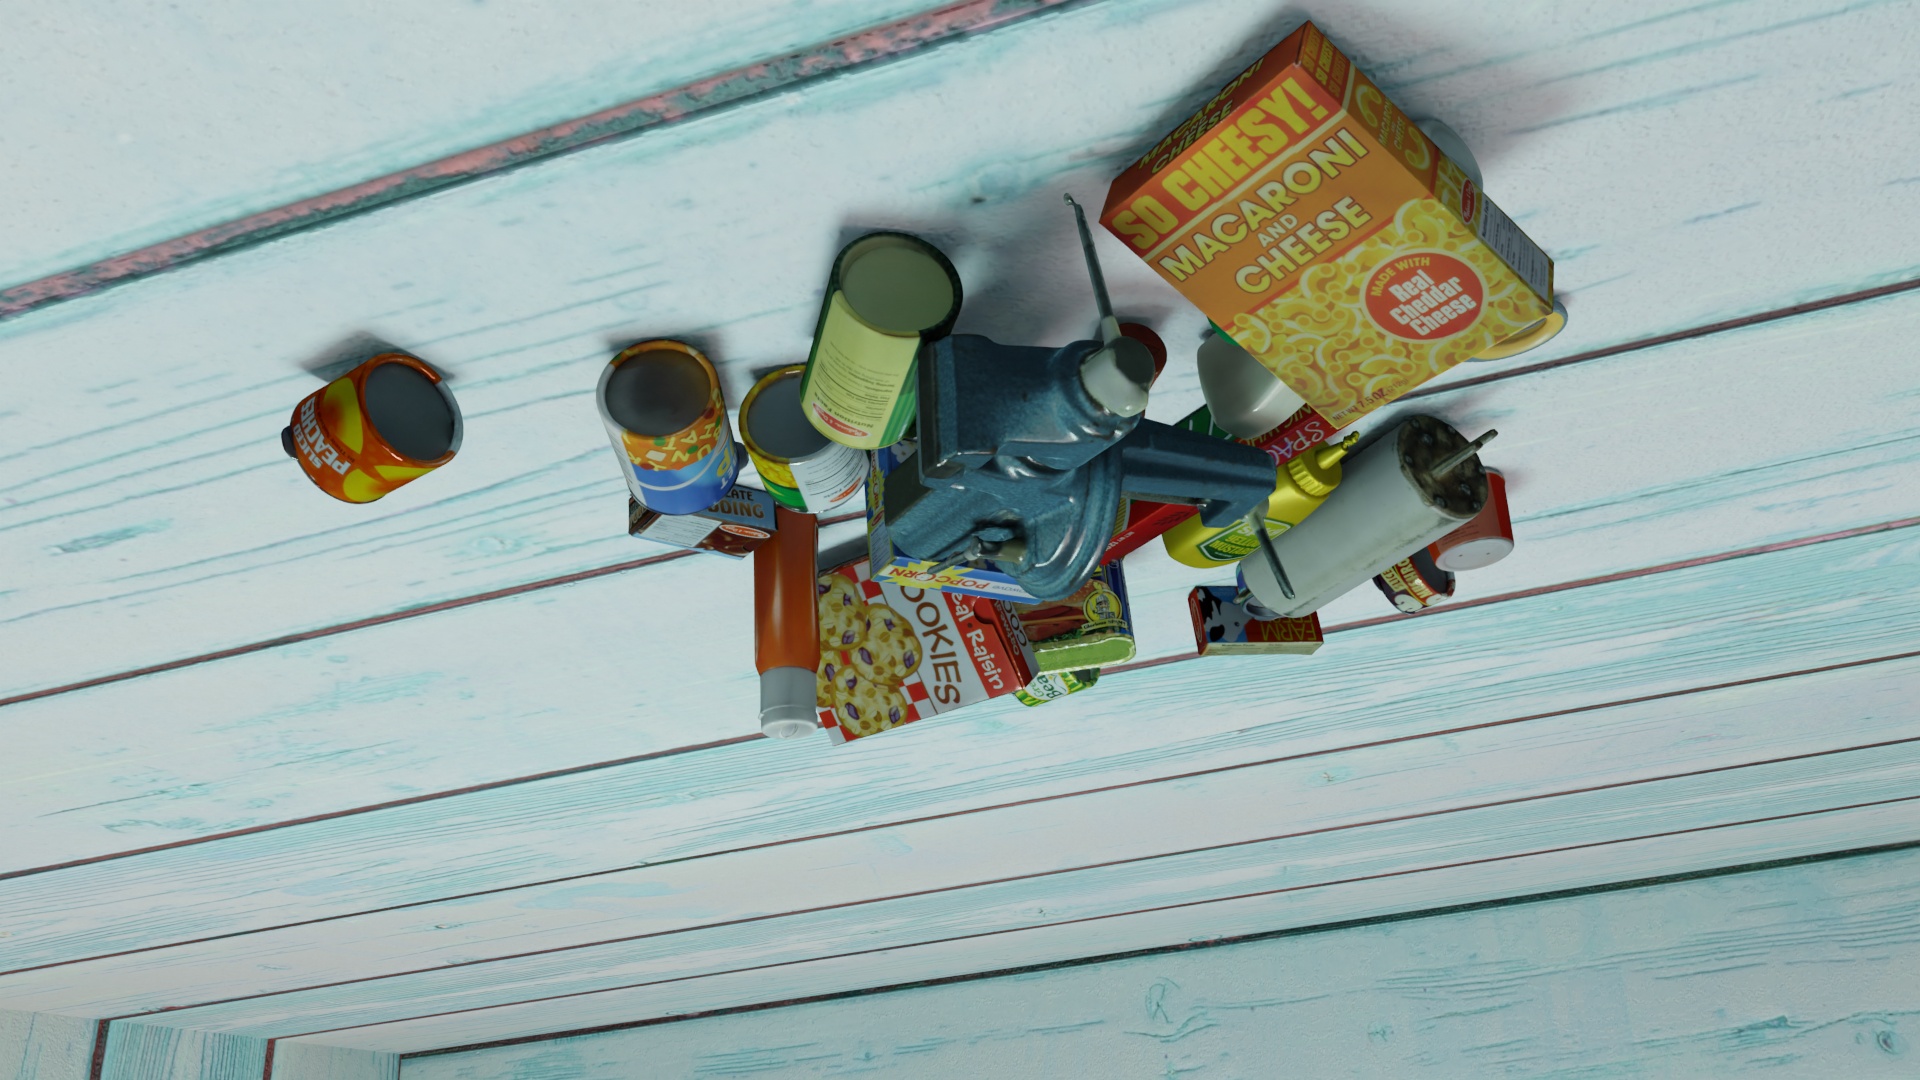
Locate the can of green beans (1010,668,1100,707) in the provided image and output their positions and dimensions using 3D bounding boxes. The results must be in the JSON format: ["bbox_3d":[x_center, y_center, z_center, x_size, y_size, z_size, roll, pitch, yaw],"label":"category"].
[{"bbox_3d":[0.074,0.097,1.138,0.057,0.071,0.071,-23,149,31],"label":"can of green beans"}]

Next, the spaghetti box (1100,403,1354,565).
[{"bbox_3d":[0.160,-0.056,0.861,0.029,0.050,0.249,13,148,-35],"label":"spaghetti box"}]

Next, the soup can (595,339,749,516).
[{"bbox_3d":[-0.157,-0.062,0.766,0.071,0.071,0.083,-4,154,-3],"label":"soup can"}]

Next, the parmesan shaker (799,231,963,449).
[{"bbox_3d":[-0.039,-0.100,0.709,0.071,0.071,0.102,2,152,-15],"label":"parmesan shaker"}]

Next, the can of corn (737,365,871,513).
[{"bbox_3d":[-0.090,-0.059,0.789,0.071,0.071,0.058,-7,153,3],"label":"can of corn"}]

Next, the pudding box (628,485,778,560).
[{"bbox_3d":[-0.166,-0.016,0.898,0.084,0.030,0.049,14,147,-35],"label":"pudding box"}]

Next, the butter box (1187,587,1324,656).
[{"bbox_3d":[0.238,0.065,1.123,0.104,0.053,0.024,0,150,-14],"label":"butter box"}]

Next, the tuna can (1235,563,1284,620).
[{"bbox_3d":[0.249,0.035,1.085,0.071,0.033,0.070,-5,154,-2],"label":"tuna can"}]

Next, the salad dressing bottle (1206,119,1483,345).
[{"bbox_3d":[0.184,-0.147,0.688,0.064,0.044,0.147,21,145,-29],"label":"salad dressing bottle"}]

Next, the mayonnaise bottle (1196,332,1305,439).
[{"bbox_3d":[0.195,-0.114,0.740,0.041,0.065,0.147,19,141,-39],"label":"mayonnaise bottle"}]

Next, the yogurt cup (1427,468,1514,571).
[{"bbox_3d":[0.358,-0.013,0.986,0.072,0.054,0.072,-5,153,-2],"label":"yogurt cup"}]

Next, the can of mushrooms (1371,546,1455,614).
[{"bbox_3d":[0.334,0.019,1.031,0.071,0.071,0.033,17,145,-38],"label":"can of mushrooms"}]

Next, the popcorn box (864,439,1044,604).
[{"bbox_3d":[0.003,-0.011,0.880,0.127,0.085,0.038,10,151,-29],"label":"popcorn box"}]

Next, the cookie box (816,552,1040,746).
[{"bbox_3d":[-0.042,0.067,0.990,0.167,0.122,0.040,-20,-172,27],"label":"cookie box"}]

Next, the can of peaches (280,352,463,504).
[{"bbox_3d":[-0.310,-0.059,0.736,0.058,0.071,0.071,-21,150,27],"label":"can of peaches"}]

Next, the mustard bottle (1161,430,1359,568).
[{"bbox_3d":[0.203,-0.031,0.922,0.065,0.049,0.159,10,150,-32],"label":"mustard bottle"}]

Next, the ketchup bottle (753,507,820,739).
[{"bbox_3d":[-0.115,0.055,0.919,0.043,0.149,0.064,4,152,-15],"label":"ketchup bottle"}]

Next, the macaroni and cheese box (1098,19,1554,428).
[{"bbox_3d":[0.166,-0.137,0.636,0.166,0.040,0.123,36,139,-20],"label":"macaroni and cheese box"}]

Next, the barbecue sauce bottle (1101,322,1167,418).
[{"bbox_3d":[0.080,-0.072,0.819,0.065,0.044,0.147,2,153,-13],"label":"barbecue sauce bottle"}]
